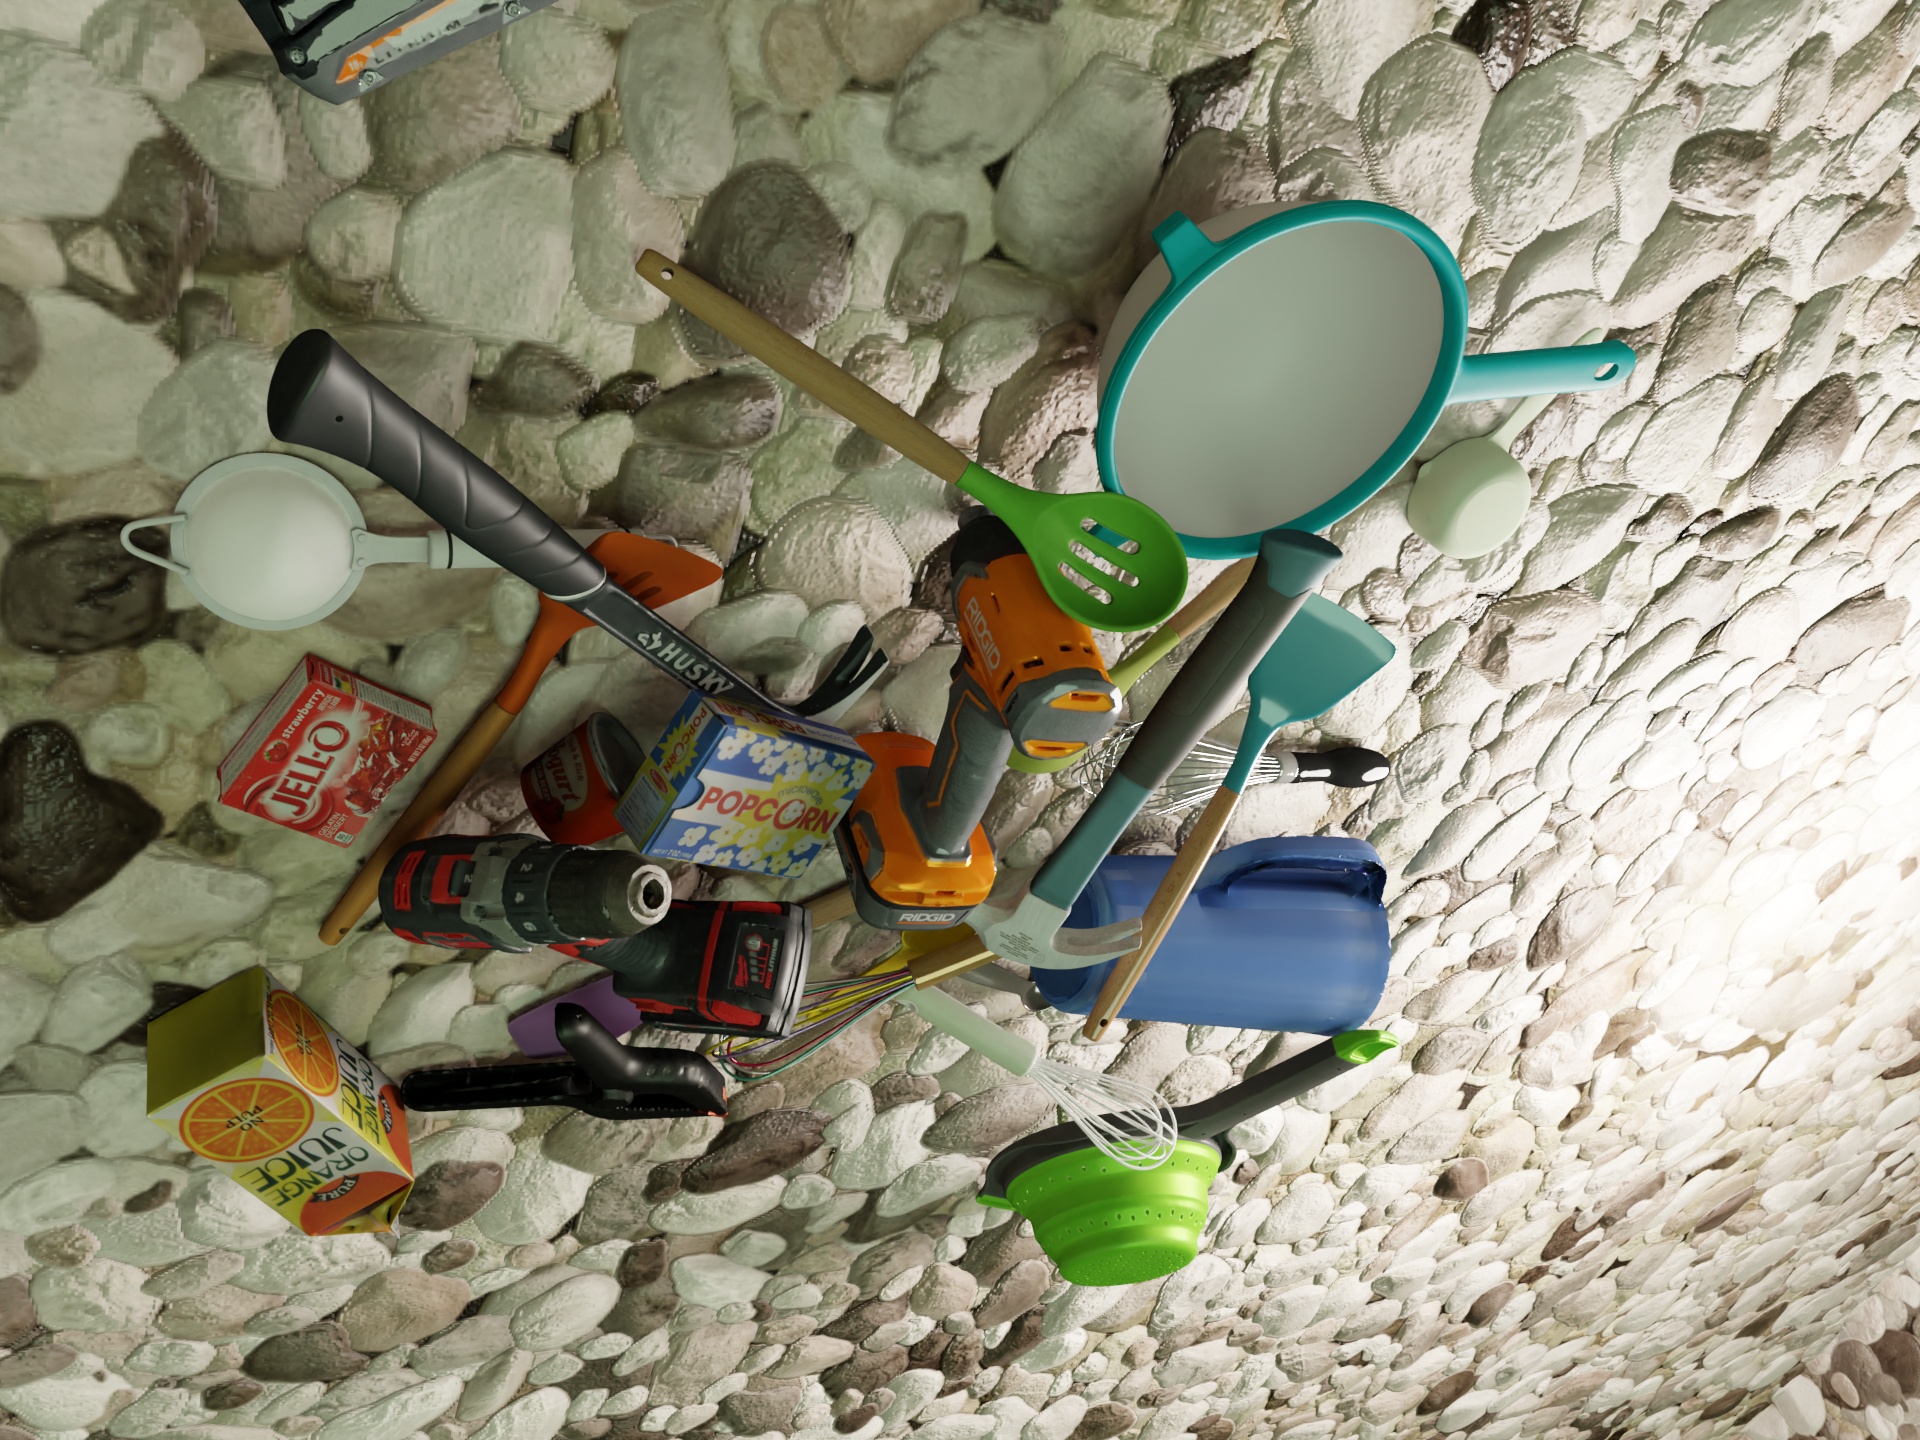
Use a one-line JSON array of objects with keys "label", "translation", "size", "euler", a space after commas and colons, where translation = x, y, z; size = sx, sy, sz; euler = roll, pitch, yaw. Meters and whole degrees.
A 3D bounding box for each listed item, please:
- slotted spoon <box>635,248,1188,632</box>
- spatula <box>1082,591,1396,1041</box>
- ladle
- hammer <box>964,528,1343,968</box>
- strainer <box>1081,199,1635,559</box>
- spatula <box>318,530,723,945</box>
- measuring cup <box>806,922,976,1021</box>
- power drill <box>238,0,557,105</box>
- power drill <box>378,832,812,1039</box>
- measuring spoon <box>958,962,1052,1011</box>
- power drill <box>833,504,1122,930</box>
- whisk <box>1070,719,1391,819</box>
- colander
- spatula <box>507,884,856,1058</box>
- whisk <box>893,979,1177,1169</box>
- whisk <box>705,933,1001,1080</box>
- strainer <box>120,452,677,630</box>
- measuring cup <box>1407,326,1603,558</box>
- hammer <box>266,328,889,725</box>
[{"label": "slotted spoon", "translation": [-0.020, -0.139, 0.784], "size": [0.313, 0.031, 0.070], "euler": [31, 86, -17]}, {"label": "spatula", "translation": [0.163, 0.068, 1.016], "size": [0.082, 0.044, 0.317], "euler": [30, 90, -17]}, {"label": "ladle", "translation": [0.146, -0.077, 0.990], "size": [0.320, 0.062, 0.078], "euler": [-39, 132, -3]}, {"label": "hammer", "translation": [0.110, 0.023, 0.938], "size": [0.128, 0.033, 0.331], "euler": [29, 117, -8]}, {"label": "strainer", "translation": [0.213, -0.205, 0.872], "size": [0.340, 0.095, 0.210], "euler": [-9, 135, -21]}, {"label": "spatula", "translation": [-0.253, 0.015, 0.853], "size": [0.322, 0.041, 0.081], "euler": [-48, 147, 17]}, {"label": "measuring cup", "translation": [-0.052, 0.158, 1.090], "size": [0.156, 0.029, 0.062], "euler": [-38, 139, 22]}, {"label": "power drill", "translation": [-0.256, -0.334, 0.542], "size": [0.185, 0.084, 0.226], "euler": [-27, 129, -4]}, {"label": "power drill", "translation": [-0.178, 0.115, 0.874], "size": [0.188, 0.080, 0.226], "euler": [-4, 158, 36]}, {"label": "measuring spoon", "translation": [0.025, 0.182, 1.153], "size": [0.124, 0.018, 0.034], "euler": [26, 112, -32]}, {"label": "power drill", "translation": [-0.001, -0.003, 0.905], "size": [0.084, 0.164, 0.226], "euler": [4, 137, -30]}, {"label": "whisk", "translation": [0.194, 0.032, 1.090], "size": [0.284, 0.070, 0.070], "euler": [1, 126, -34]}, {"label": "colander", "translation": [0.179, 0.349, 1.219], "size": [0.204, 0.095, 0.397], "euler": [21, 136, -36]}, {"label": "spatula", "translation": [-0.138, 0.147, 1.035], "size": [0.316, 0.018, 0.059], "euler": [-24, 135, -6]}, {"label": "whisk", "translation": [0.055, 0.247, 1.139], "size": [0.246, 0.058, 0.059], "euler": [33, 66, -12]}, {"label": "whisk", "translation": [-0.052, 0.179, 1.056], "size": [0.245, 0.051, 0.047], "euler": [-20, 135, -7]}, {"label": "strainer", "translation": [-0.261, -0.084, 0.771], "size": [0.258, 0.050, 0.086], "euler": [-4, 114, -28]}, {"label": "measuring cup", "translation": [0.357, -0.173, 1.010], "size": [0.083, 0.038, 0.167], "euler": [20, 117, -37]}, {"label": "hammer", "translation": [-0.170, -0.061, 0.767], "size": [0.149, 0.036, 0.408], "euler": [-37, 149, 6]}]
